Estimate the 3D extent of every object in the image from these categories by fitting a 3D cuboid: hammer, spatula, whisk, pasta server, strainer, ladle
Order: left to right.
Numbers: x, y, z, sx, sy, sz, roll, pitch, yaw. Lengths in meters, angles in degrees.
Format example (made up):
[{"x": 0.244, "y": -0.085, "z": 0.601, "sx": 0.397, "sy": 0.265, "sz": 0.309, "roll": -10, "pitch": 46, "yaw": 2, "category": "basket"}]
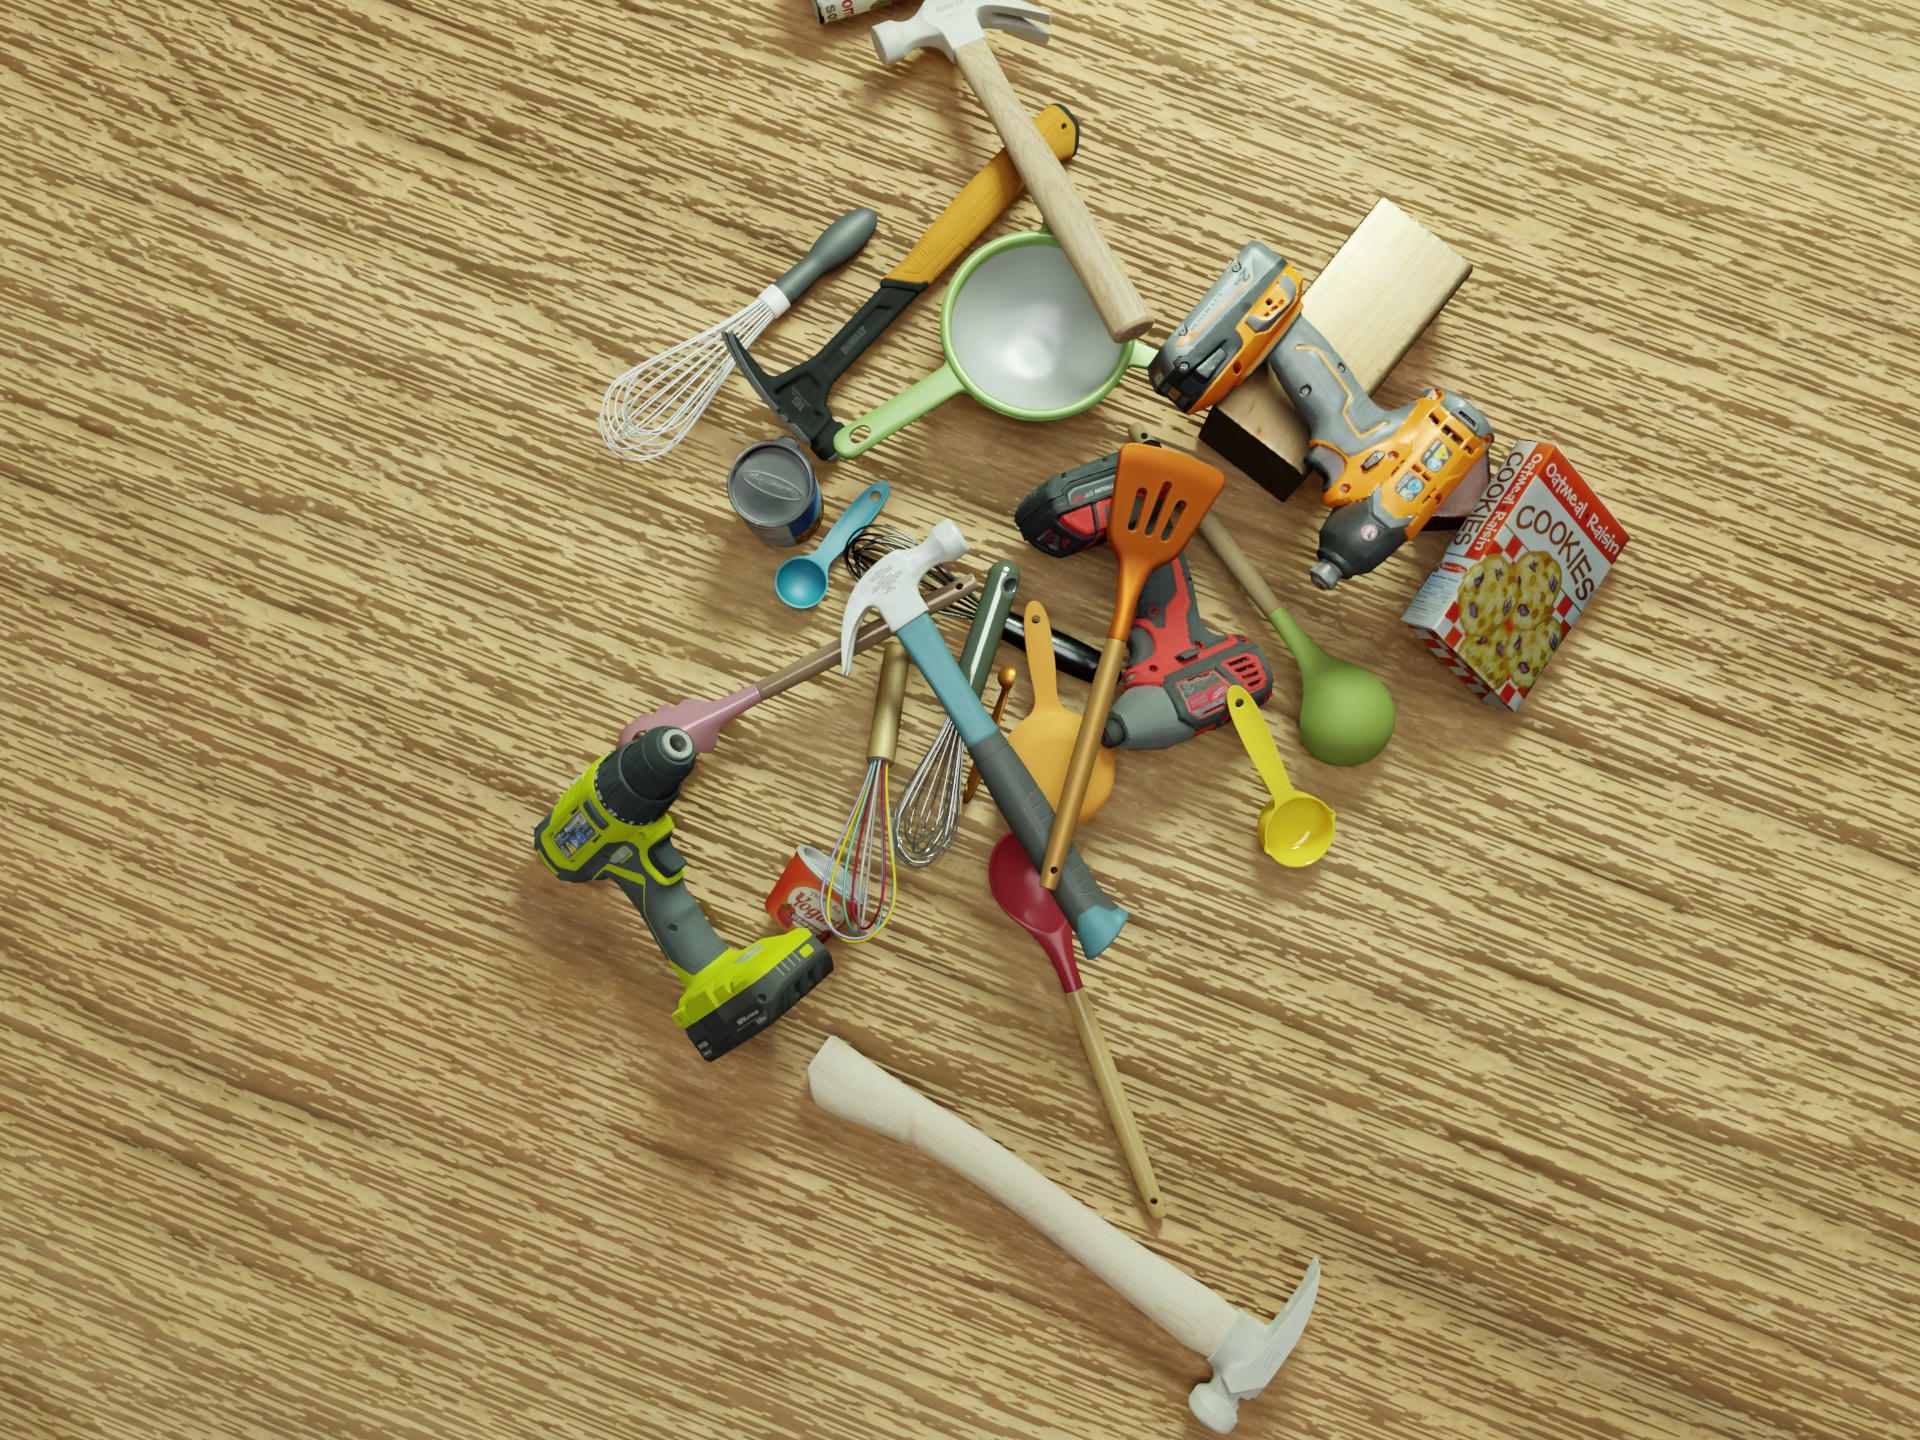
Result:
[{"x": -0.170, "y": -0.308, "z": 1.252, "sx": 0.284, "sy": 0.070, "sz": 0.070, "roll": -43, "pitch": 86, "yaw": -8, "category": "whisk"}, {"x": -0.128, "y": -0.034, "z": 1.217, "sx": 0.316, "sy": 0.040, "sz": 0.060, "roll": -27, "pitch": 86, "yaw": 4, "category": "pasta server"}, {"x": -0.059, "y": 0.052, "z": 1.192, "sx": 0.051, "sy": 0.047, "sz": 0.245, "roll": 29, "pitch": 57, "yaw": -36, "category": "whisk"}, {"x": -0.033, "y": -0.365, "z": 1.245, "sx": 0.337, "sy": 0.034, "sz": 0.127, "roll": -47, "pitch": 116, "yaw": -6, "category": "hammer"}, {"x": -0.002, "y": -0.004, "z": 1.209, "sx": 0.057, "sy": 0.059, "sz": 0.246, "roll": 12, "pitch": 99, "yaw": -41, "category": "whisk"}, {"x": 0.015, "y": -0.269, "z": 1.234, "sx": 0.256, "sy": 0.069, "sz": 0.151, "roll": -32, "pitch": 84, "yaw": -3, "category": "strainer"}, {"x": 0.018, "y": -0.085, "z": 1.235, "sx": 0.239, "sy": 0.055, "sz": 0.055, "roll": 26, "pitch": 86, "yaw": -2, "category": "whisk"}, {"x": 0.025, "y": 0.024, "z": 1.168, "sx": 0.128, "sy": 0.033, "sz": 0.331, "roll": -32, "pitch": 88, "yaw": 4, "category": "hammer"}, {"x": 0.059, "y": -0.428, "z": 1.215, "sx": 0.130, "sy": 0.031, "sz": 0.331, "roll": -25, "pitch": 74, "yaw": -8, "category": "hammer"}, {"x": 0.068, "y": 0.357, "z": 1.194, "sx": 0.410, "sy": 0.038, "sz": 0.146, "roll": 33, "pitch": 96, "yaw": 5, "category": "hammer"}, {"x": 0.098, "y": 0.230, "z": 1.217, "sx": 0.069, "sy": 0.031, "sz": 0.315, "roll": -20, "pitch": 87, "yaw": 4, "category": "ladle"}, {"x": 0.107, "y": -0.035, "z": 1.137, "sx": 0.081, "sy": 0.041, "sz": 0.322, "roll": 16, "pitch": 87, "yaw": -9, "category": "spatula"}, {"x": 0.226, "y": -0.102, "z": 1.240, "sx": 0.078, "sy": 0.062, "sz": 0.320, "roll": -33, "pitch": 79, "yaw": -8, "category": "ladle"}]

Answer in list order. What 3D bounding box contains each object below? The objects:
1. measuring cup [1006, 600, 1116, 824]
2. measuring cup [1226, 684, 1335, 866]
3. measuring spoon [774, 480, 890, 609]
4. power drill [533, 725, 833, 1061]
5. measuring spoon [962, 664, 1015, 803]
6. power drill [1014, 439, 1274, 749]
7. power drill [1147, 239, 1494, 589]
[{"x": 0.068, "y": -0.003, "z": 1.203, "sx": 0.095, "sy": 0.052, "sz": 0.173, "roll": -8, "pitch": 100, "yaw": 1, "category": "measuring cup"}, {"x": 0.233, "y": 0.039, "z": 1.206, "sx": 0.062, "sy": 0.029, "sz": 0.156, "roll": -28, "pitch": 105, "yaw": -4, "category": "measuring cup"}, {"x": -0.098, "y": -0.139, "z": 1.257, "sx": 0.042, "sy": 0.021, "sz": 0.128, "roll": 38, "pitch": 78, "yaw": 3, "category": "measuring spoon"}, {"x": -0.200, "y": 0.121, "z": 1.161, "sx": 0.228, "sy": 0.190, "sz": 0.080, "roll": 53, "pitch": 44, "yaw": 0, "category": "power drill"}, {"x": 0.019, "y": 0.011, "z": 1.222, "sx": 0.011, "sy": 0.021, "sz": 0.117, "roll": 13, "pitch": 107, "yaw": -20, "category": "measuring spoon"}, {"x": 0.133, "y": -0.087, "z": 1.204, "sx": 0.143, "sy": 0.078, "sz": 0.220, "roll": -24, "pitch": 88, "yaw": -19, "category": "power drill"}, {"x": 0.245, "y": -0.211, "z": 1.134, "sx": 0.226, "sy": 0.084, "sz": 0.164, "roll": 40, "pitch": 88, "yaw": -2, "category": "power drill"}]
